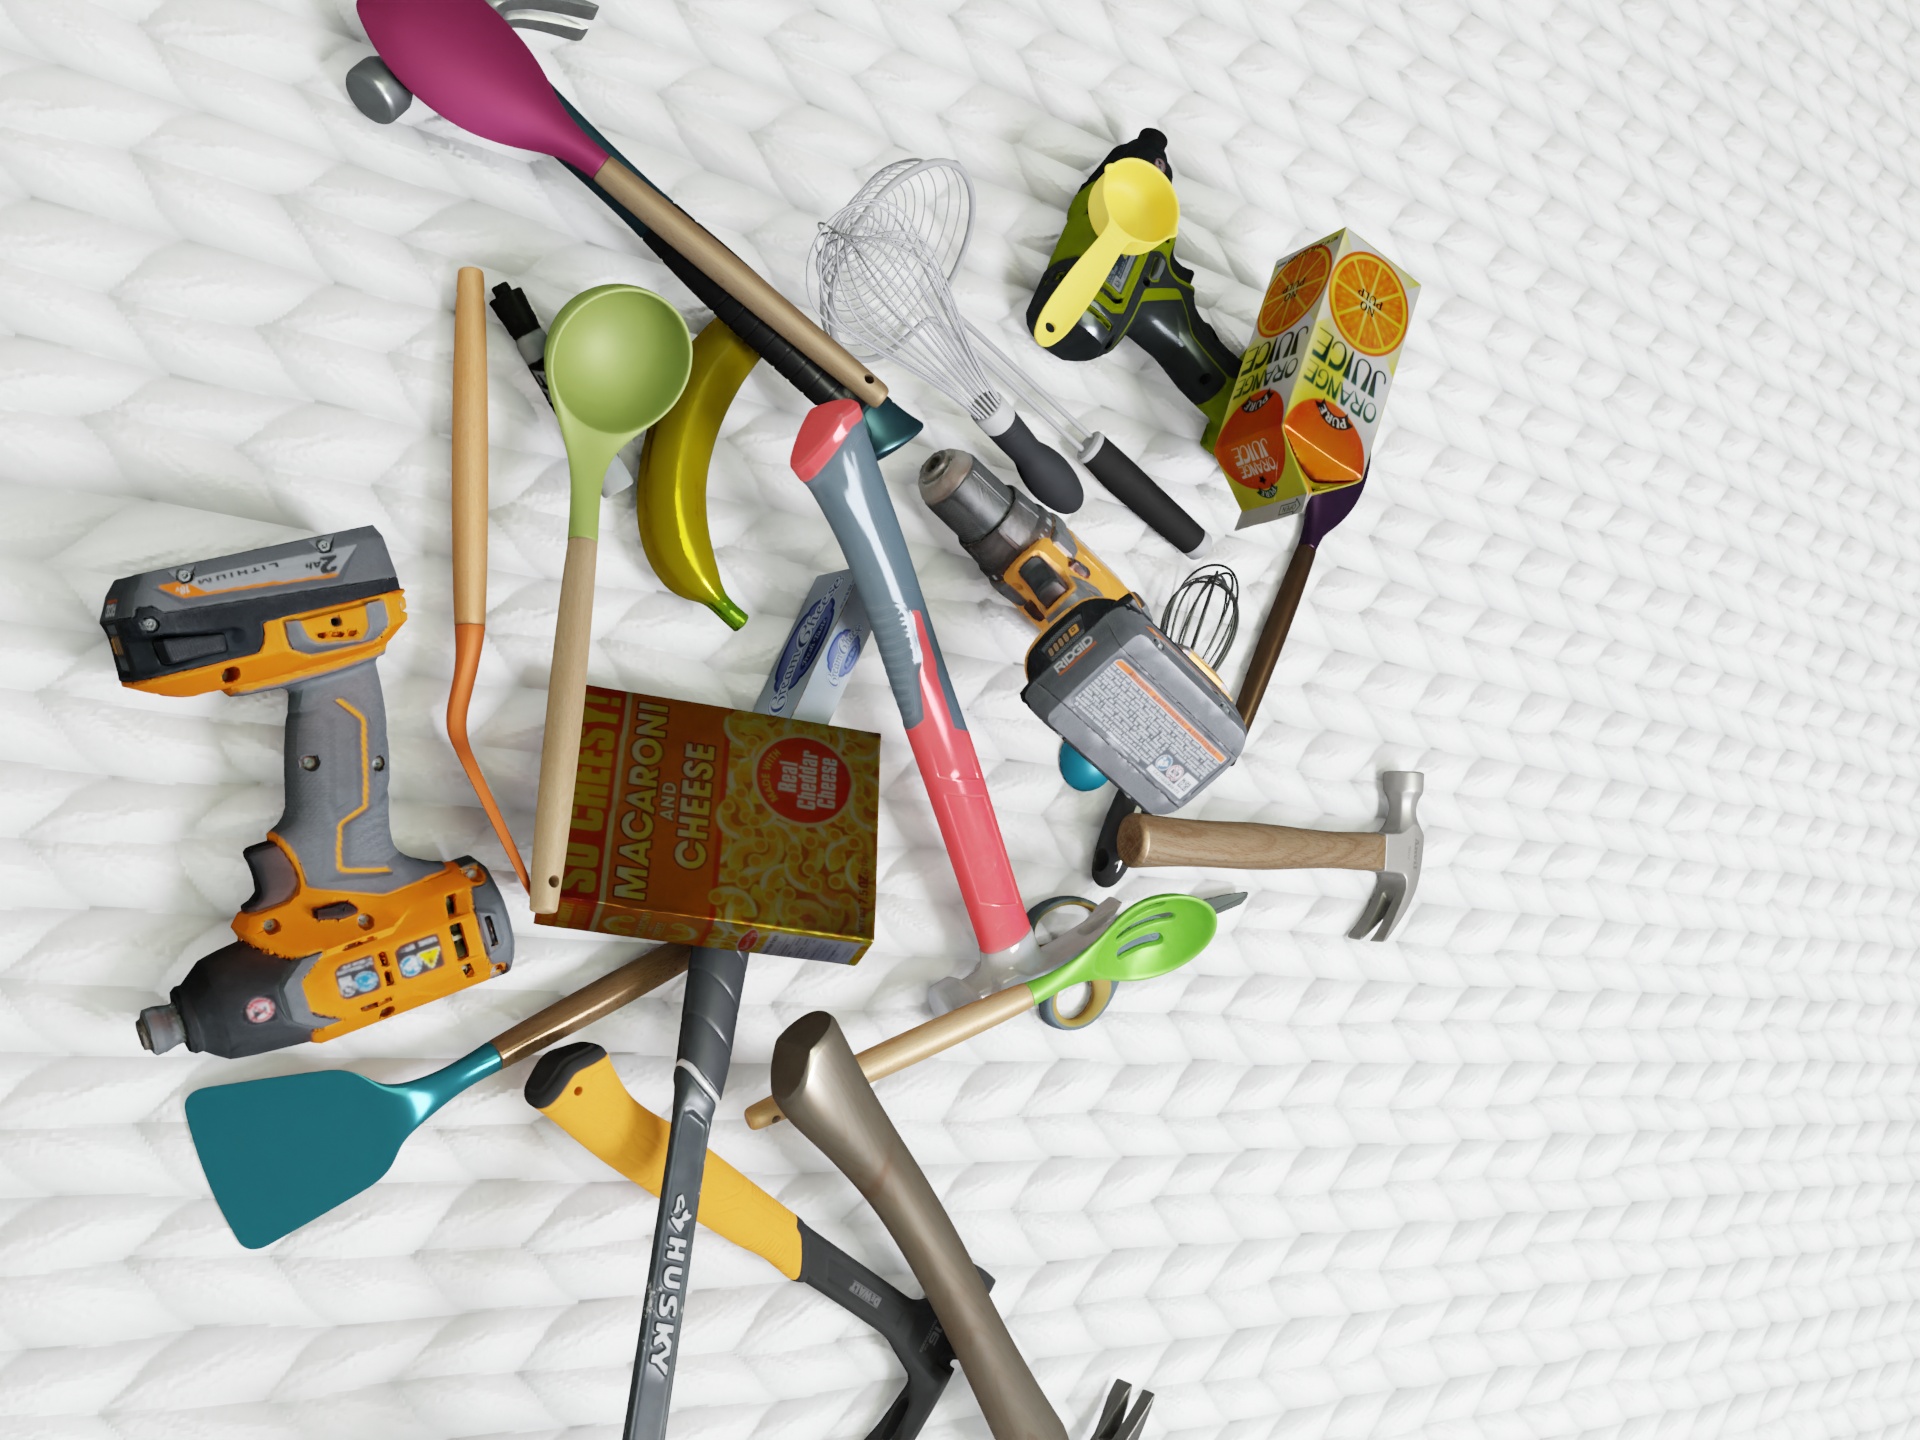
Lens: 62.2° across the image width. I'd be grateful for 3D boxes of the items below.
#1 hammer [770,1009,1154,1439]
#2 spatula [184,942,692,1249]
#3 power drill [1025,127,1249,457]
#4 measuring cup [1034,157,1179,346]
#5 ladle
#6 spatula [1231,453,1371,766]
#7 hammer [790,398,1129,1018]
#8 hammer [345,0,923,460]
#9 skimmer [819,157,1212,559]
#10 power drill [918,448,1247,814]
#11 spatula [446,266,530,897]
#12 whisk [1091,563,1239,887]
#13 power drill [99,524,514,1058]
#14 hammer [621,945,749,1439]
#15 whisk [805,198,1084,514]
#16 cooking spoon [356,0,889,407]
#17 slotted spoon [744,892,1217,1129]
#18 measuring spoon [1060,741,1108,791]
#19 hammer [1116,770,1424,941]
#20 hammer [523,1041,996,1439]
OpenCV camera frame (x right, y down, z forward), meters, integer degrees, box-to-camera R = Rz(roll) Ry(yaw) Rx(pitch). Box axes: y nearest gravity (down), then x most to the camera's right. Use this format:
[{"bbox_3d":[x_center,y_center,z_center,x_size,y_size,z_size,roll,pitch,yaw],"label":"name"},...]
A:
[{"bbox_3d":[0.003,0.322,0.913,0.146,0.038,0.410,-44,122,-35],"label":"hammer"},{"bbox_3d":[-0.222,0.157,0.816,0.317,0.044,0.082,-25,103,-39],"label":"spatula"},{"bbox_3d":[0.162,-0.281,1.087,0.223,0.080,0.171,32,70,-27],"label":"power drill"},{"bbox_3d":[0.082,-0.283,0.983,0.062,0.029,0.156,40,68,-15],"label":"measuring cup"},{"bbox_3d":[-0.181,-0.066,0.781,0.078,0.062,0.320,18,67,-43],"label":"ladle"},{"bbox_3d":[0.249,-0.104,1.176,0.059,0.018,0.316,37,66,-30],"label":"spatula"},{"bbox_3d":[-0.001,-0.003,0.910,0.143,0.038,0.386,-29,118,-22],"label":"hammer"},{"bbox_3d":[-0.151,-0.256,0.849,0.330,0.033,0.128,41,63,-16],"label":"hammer"},{"bbox_3d":[0.055,-0.201,0.993,0.363,0.090,0.127,36,90,-31],"label":"skimmer"},{"bbox_3d":[0.061,-0.064,0.927,0.084,0.226,0.185,-43,119,12],"label":"power drill"},{"bbox_3d":[-0.237,-0.071,0.800,0.041,0.081,0.323,0,83,-14],"label":"spatula"},{"bbox_3d":[0.136,0.001,1.074,0.055,0.055,0.239,30,75,-31],"label":"whisk"},{"bbox_3d":[-0.310,0.038,0.722,0.164,0.084,0.226,-20,103,-34],"label":"power drill"},{"bbox_3d":[-0.131,0.205,0.803,0.149,0.036,0.409,32,53,-40],"label":"hammer"},{"bbox_3d":[0.002,-0.194,0.914,0.284,0.070,0.070,39,65,-50],"label":"whisk"},{"bbox_3d":[-0.162,-0.266,0.814,0.318,0.017,0.069,37,64,-18],"label":"cooking spoon"},{"bbox_3d":[0.018,0.169,0.934,0.313,0.031,0.070,-20,132,-24],"label":"slotted spoon"},{"bbox_3d":[0.097,-0.016,1.057,0.042,0.021,0.129,20,78,-34],"label":"measuring spoon"},{"bbox_3d":[0.230,0.093,1.126,0.331,0.031,0.130,6,85,-42],"label":"hammer"},{"bbox_3d":[-0.111,0.284,0.866,0.336,0.034,0.127,47,62,-31],"label":"hammer"}]
